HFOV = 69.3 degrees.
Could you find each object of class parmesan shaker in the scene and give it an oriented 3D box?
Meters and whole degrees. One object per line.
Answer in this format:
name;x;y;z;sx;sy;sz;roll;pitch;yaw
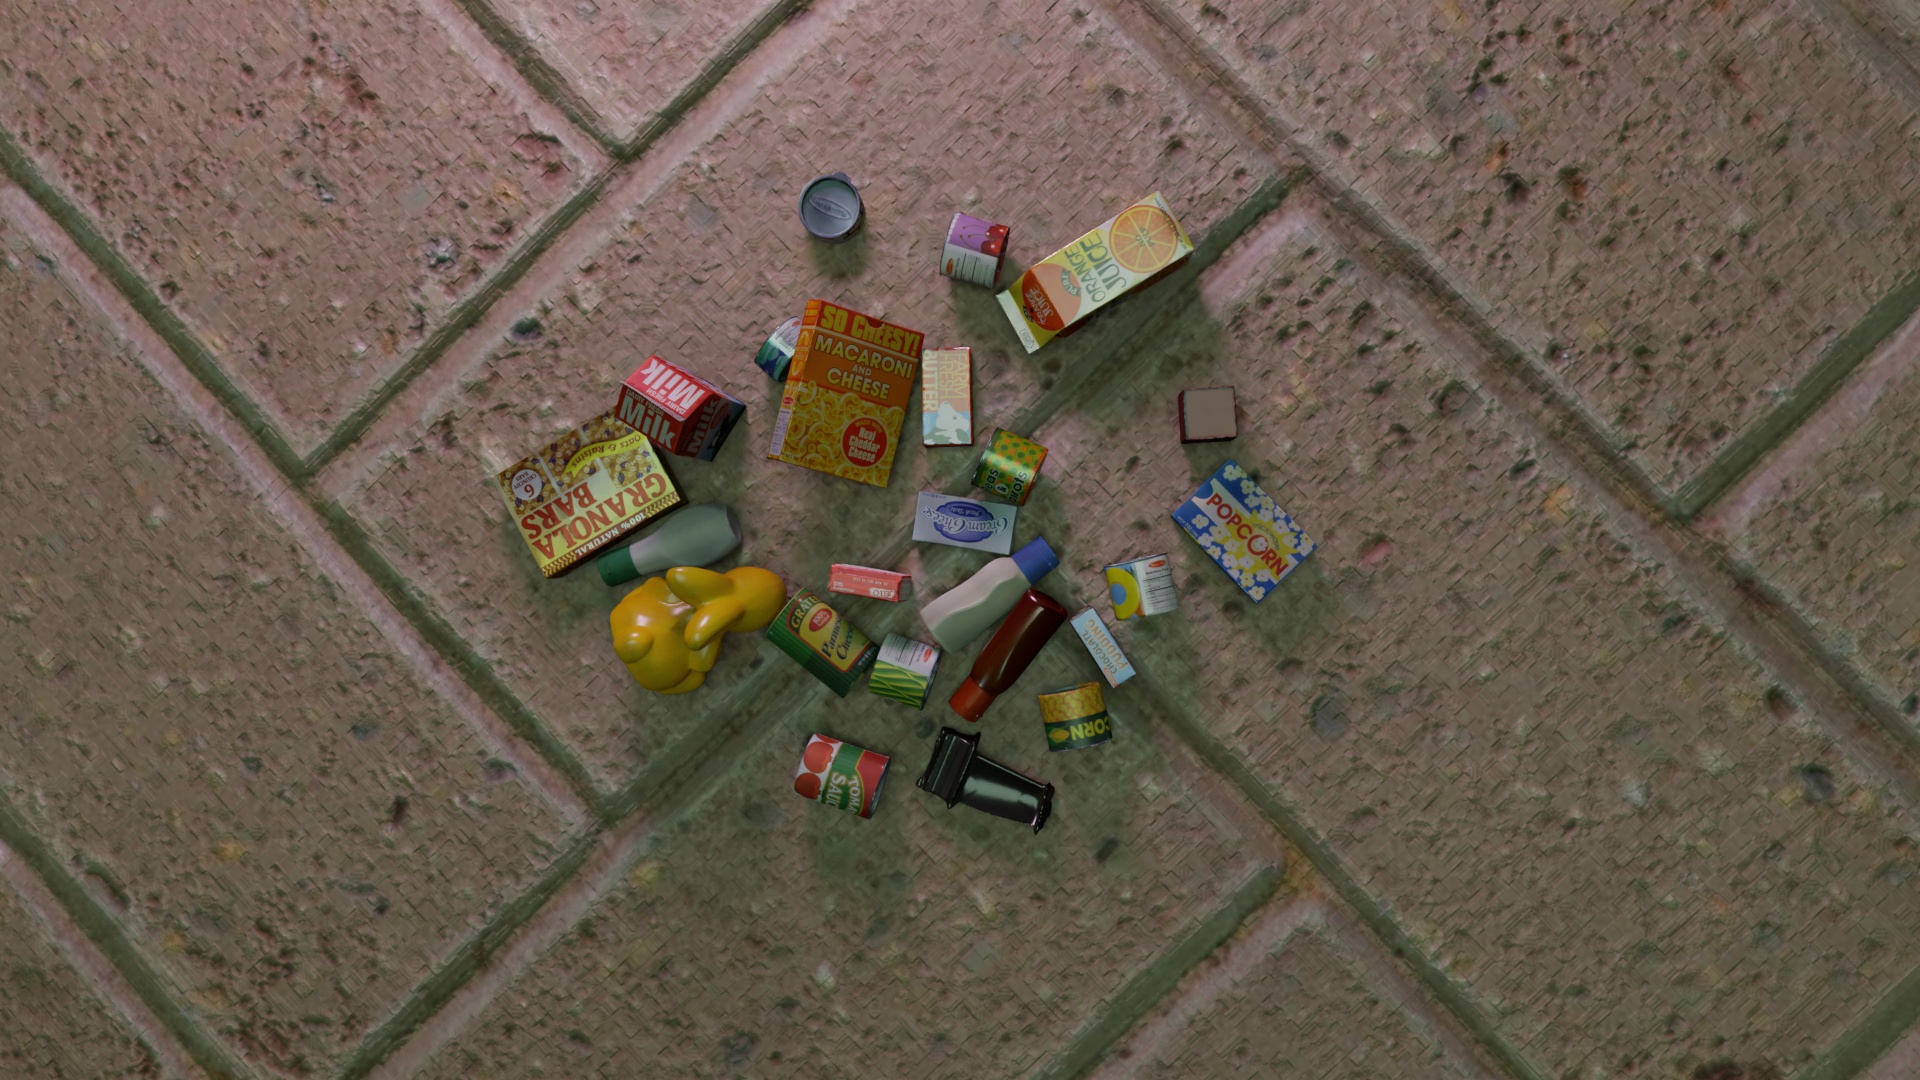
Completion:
parmesan shaker;-0.139;0.104;1.431;0.103;0.071;0.071;38;92;3

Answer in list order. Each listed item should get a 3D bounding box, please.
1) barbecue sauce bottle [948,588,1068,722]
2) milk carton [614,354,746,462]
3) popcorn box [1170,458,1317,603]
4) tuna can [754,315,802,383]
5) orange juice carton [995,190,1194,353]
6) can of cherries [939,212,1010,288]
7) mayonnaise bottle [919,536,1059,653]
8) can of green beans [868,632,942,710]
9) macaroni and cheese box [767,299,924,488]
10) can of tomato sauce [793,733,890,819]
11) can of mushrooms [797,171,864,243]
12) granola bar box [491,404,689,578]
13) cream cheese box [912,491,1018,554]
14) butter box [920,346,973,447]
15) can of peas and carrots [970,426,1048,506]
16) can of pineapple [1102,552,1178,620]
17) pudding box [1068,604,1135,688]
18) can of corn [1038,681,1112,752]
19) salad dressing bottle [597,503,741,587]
barbecue sauce bottle;0.046;0.119;1.419;0.044;0.065;0.148;43;102;28
milk carton;-0.280;-0.130;1.380;0.072;0.190;0.073;32;92;4
popcorn box;0.287;-0.009;1.413;0.085;0.038;0.127;-44;87;4
tuna can;-0.180;-0.196;1.439;0.033;0.071;0.071;42;93;3
orange juice carton;0.135;-0.269;1.411;0.192;0.073;0.072;-31;87;4
can of cherries;0.016;-0.299;1.425;0.058;0.071;0.071;15;91;4
mayonnaise bottle;0.032;0.053;1.421;0.148;0.064;0.041;-36;51;-1
can of green beans;-0.056;0.134;1.422;0.058;0.071;0.071;19;91;5
macaroni and cheese box;-0.115;-0.148;1.415;0.124;0.040;0.166;14;91;-30
can of tomato sauce;-0.122;0.243;1.423;0.083;0.071;0.071;18;91;5
can of mushrooms;-0.133;-0.348;1.452;0.071;0.033;0.071;0;89;5
granola bar box;-0.389;-0.053;1.463;0.165;0.039;0.124;-30;86;3
cream cheese box;0.005;-0.018;1.441;0.104;0.024;0.053;9;91;5
butter box;-0.014;-0.149;1.444;0.053;0.024;0.103;-1;89;5
can of peas and carrots;0.050;-0.073;1.416;0.059;0.071;0.071;24;91;4
can of pineapple;0.182;0.047;1.407;0.071;0.071;0.058;-12;89;4
pudding box;0.144;0.107;1.416;0.030;0.049;0.083;-33;88;2
can of corn;0.117;0.178;1.406;0.071;0.071;0.058;-12;88;4
salad dressing bottle;-0.305;0.007;1.455;0.147;0.044;0.064;-20;87;5
